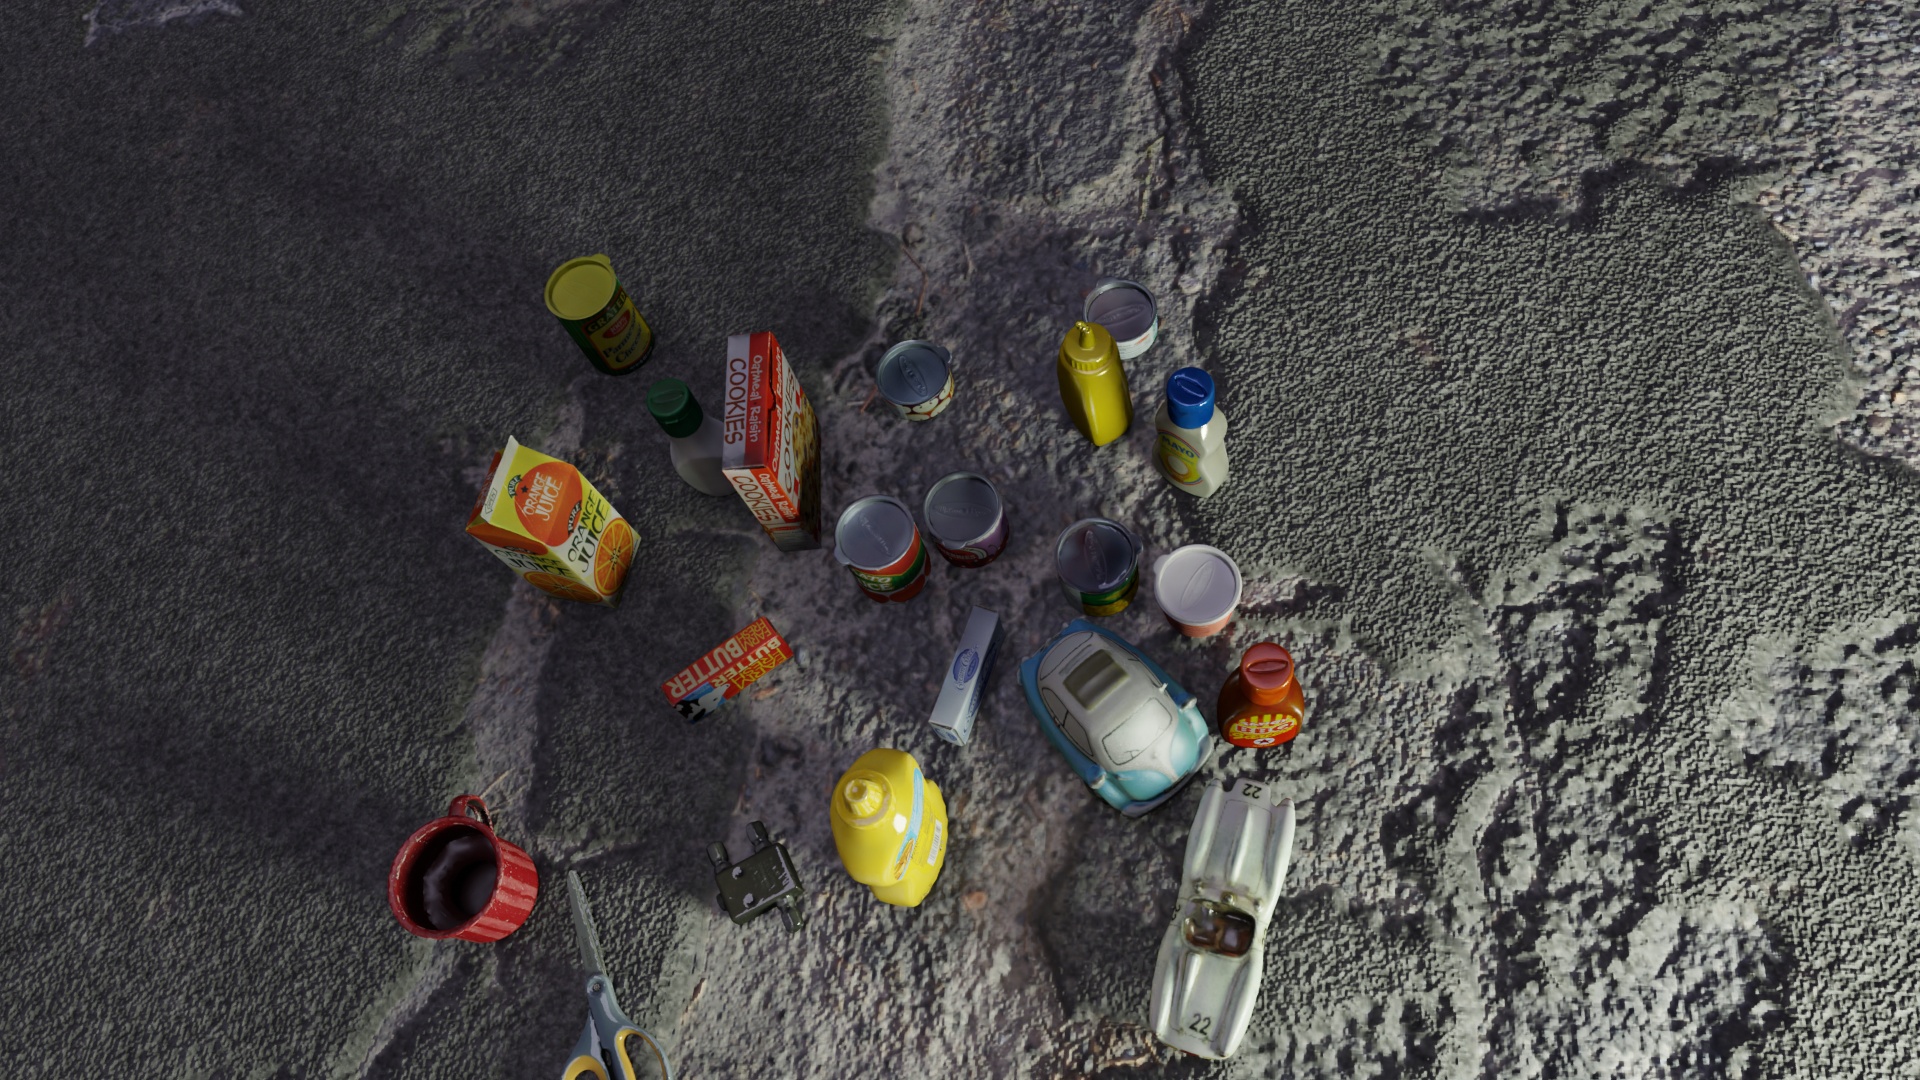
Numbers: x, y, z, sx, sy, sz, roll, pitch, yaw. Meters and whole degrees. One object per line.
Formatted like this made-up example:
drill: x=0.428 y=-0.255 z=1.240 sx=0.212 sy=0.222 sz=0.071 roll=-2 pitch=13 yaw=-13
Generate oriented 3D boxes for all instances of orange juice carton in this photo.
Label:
orange juice carton: x=-0.339 y=-0.014 z=1.144 sx=0.073 sy=0.192 sz=0.072 roll=9 pitch=69 yaw=13

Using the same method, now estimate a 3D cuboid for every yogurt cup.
yogurt cup: x=0.189 y=0.044 z=1.108 sx=0.072 sy=0.053 sz=0.072 roll=-3 pitch=66 yaw=8

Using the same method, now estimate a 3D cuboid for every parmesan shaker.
parmesan shaker: x=-0.327 y=-0.206 z=1.276 sx=0.071 sy=0.102 sz=0.071 roll=-3 pitch=67 yaw=8

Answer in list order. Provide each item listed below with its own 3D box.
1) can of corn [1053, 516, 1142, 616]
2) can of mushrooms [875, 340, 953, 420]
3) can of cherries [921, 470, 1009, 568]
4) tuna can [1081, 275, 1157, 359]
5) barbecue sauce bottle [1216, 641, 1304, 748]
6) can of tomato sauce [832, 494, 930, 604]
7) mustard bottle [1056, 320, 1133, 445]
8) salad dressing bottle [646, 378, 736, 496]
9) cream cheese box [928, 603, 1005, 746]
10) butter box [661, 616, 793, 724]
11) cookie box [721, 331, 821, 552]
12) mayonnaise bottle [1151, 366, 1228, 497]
can of corn: x=0.114 y=0.022 z=1.128 sx=0.071 sy=0.058 sz=0.071 roll=-3 pitch=66 yaw=8
can of mushrooms: x=-0.038 y=-0.143 z=1.238 sx=0.071 sy=0.033 sz=0.071 roll=-3 pitch=66 yaw=8
can of cherries: x=0.004 y=-0.015 z=1.162 sx=0.071 sy=0.058 sz=0.072 roll=-3 pitch=66 yaw=8
tuna can: x=0.141 y=-0.198 z=1.233 sx=0.071 sy=0.032 sz=0.071 roll=-3 pitch=66 yaw=8
barbecue sauce bottle: x=0.222 y=0.114 z=1.020 sx=0.065 sy=0.148 sz=0.044 roll=-7 pitch=66 yaw=7
can of tomato sauce: x=-0.064 y=0.010 z=1.148 sx=0.071 sy=0.083 sz=0.071 roll=-3 pitch=66 yaw=8
mustard bottle: x=0.109 y=-0.137 z=1.142 sx=0.049 sy=0.159 sz=0.065 roll=-32 pitch=66 yaw=-5
salad dressing bottle: x=-0.224 y=-0.087 z=1.182 sx=0.064 sy=0.147 sz=0.044 roll=-11 pitch=66 yaw=5
cream cheese box: x=0.007 y=0.108 z=1.110 sx=0.024 sy=0.053 sz=0.104 roll=16 pitch=70 yaw=16
butter box: x=-0.191 y=0.107 z=1.144 sx=0.103 sy=0.053 sz=0.024 roll=-35 pitch=66 yaw=-6
cookie box: x=-0.153 y=-0.079 z=1.156 sx=0.040 sy=0.167 sz=0.123 roll=-6 pitch=66 yaw=7
mayonnaise bottle: x=0.184 y=-0.088 z=1.114 sx=0.065 sy=0.147 sz=0.041 roll=33 pitch=76 yaw=21
